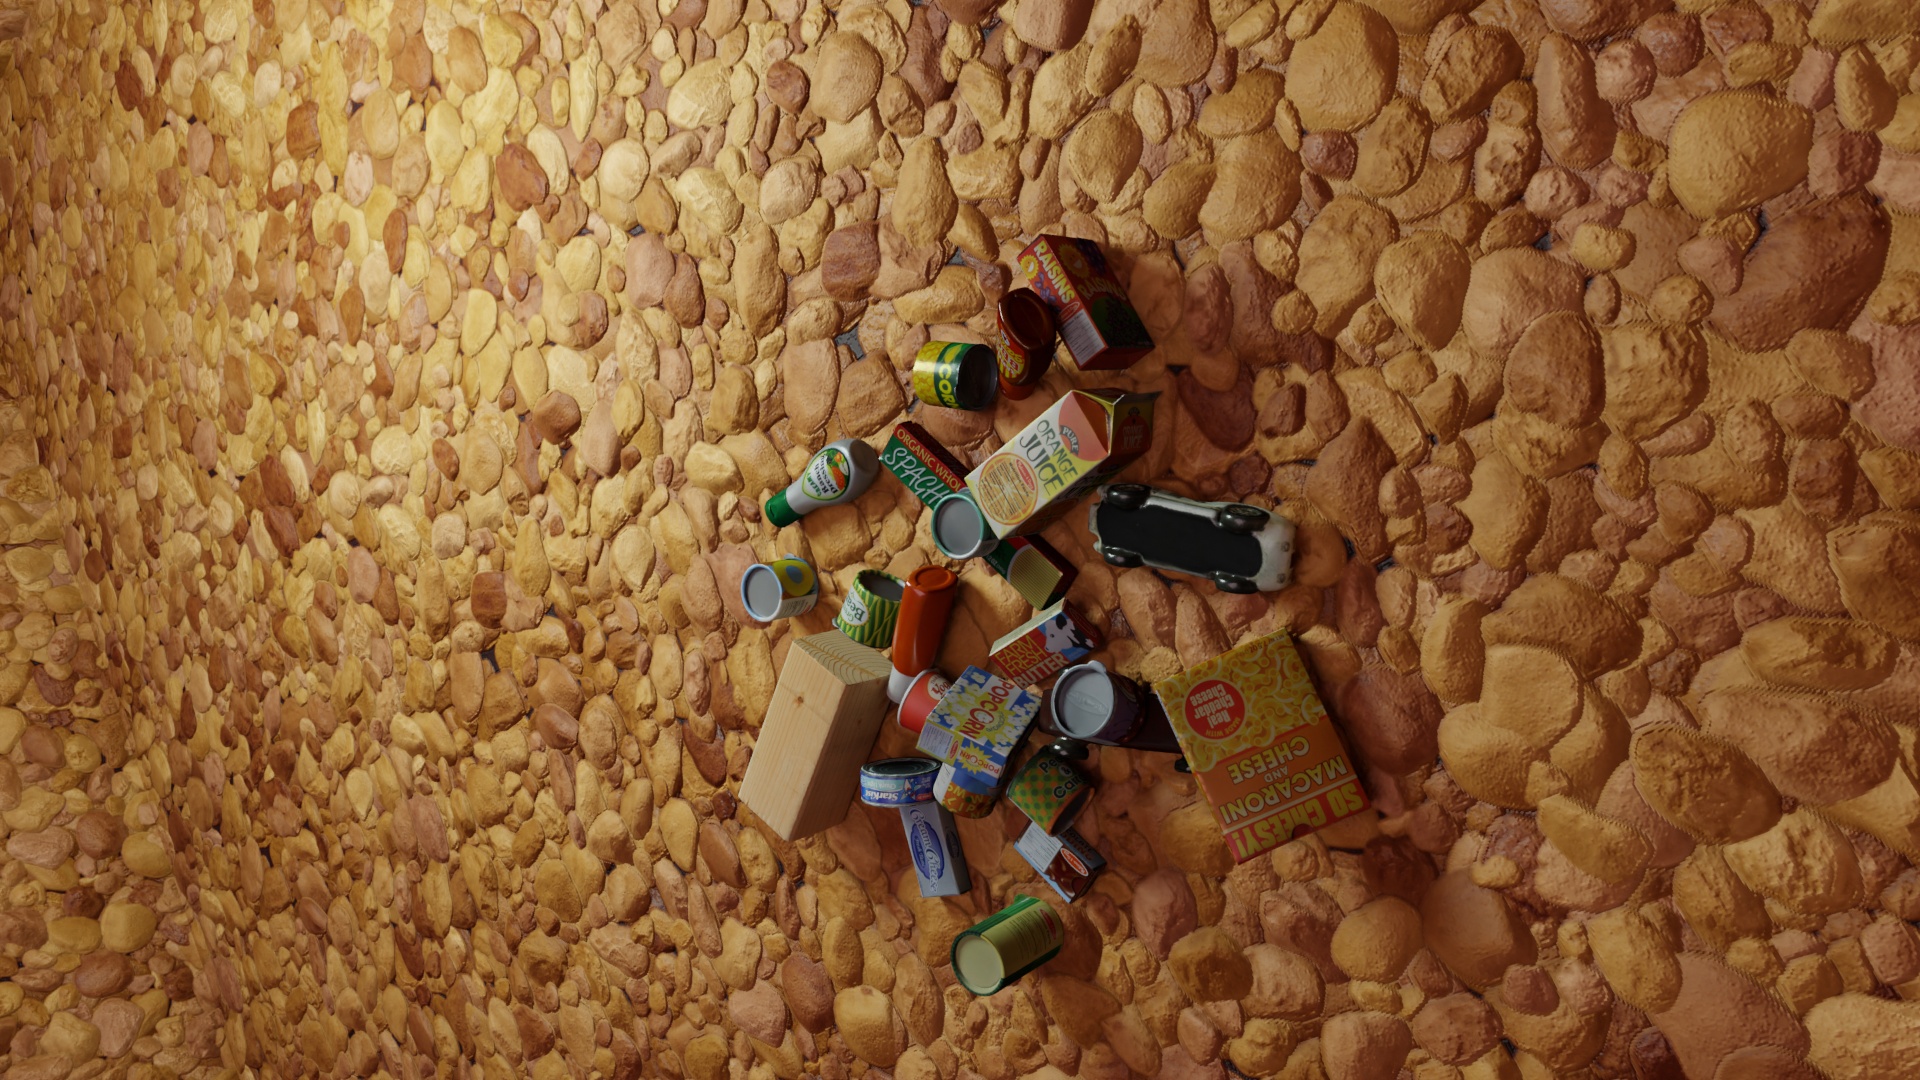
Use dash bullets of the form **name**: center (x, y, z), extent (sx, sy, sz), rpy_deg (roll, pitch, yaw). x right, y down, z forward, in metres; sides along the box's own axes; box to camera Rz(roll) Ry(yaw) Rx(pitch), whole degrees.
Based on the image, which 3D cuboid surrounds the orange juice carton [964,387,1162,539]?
- **orange juice carton**: center (0.101, -0.082, 1.286), extent (0.192, 0.072, 0.073), rpy_deg (-39, 73, 34)

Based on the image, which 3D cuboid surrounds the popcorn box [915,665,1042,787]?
- **popcorn box**: center (0.021, 0.175, 1.330), extent (0.085, 0.127, 0.038), rpy_deg (25, 116, 11)

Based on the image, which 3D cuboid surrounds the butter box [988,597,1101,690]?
- **butter box**: center (0.081, 0.101, 1.340), extent (0.053, 0.024, 0.103), rpy_deg (46, 126, -12)

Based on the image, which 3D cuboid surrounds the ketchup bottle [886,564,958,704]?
- **ketchup bottle**: center (-0.043, 0.100, 1.426), extent (0.043, 0.065, 0.148), rpy_deg (28, 120, 25)

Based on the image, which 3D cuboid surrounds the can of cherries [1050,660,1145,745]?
- **can of cherries**: center (0.126, 0.146, 1.245), extent (0.071, 0.058, 0.071), rpy_deg (-12, 69, 35)

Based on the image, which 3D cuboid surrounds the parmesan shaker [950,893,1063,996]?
- **parmesan shaker**: center (0.044, 0.396, 1.366), extent (0.071, 0.103, 0.071), rpy_deg (5, 99, 37)

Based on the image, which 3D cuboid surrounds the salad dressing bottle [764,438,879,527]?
- **salad dressing bottle**: center (-0.152, -0.058, 1.498), extent (0.147, 0.044, 0.064), rpy_deg (-30, 79, 36)

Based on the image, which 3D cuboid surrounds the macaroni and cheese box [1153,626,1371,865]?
- **macaroni and cheese box**: center (0.255, 0.174, 1.183), extent (0.124, 0.040, 0.166), rpy_deg (-24, 79, 3)

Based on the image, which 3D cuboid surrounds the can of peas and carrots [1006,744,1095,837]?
- **can of peas and carrots**: center (0.089, 0.241, 1.337), extent (0.059, 0.071, 0.070), rpy_deg (41, 118, 25)

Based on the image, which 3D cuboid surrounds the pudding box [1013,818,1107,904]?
- **pudding box**: center (0.097, 0.308, 1.362), extent (0.084, 0.030, 0.049), rpy_deg (42, 117, 26)

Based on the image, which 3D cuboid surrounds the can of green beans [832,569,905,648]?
- **can of green beans**: center (-0.089, 0.071, 1.451), extent (0.071, 0.071, 0.057), rpy_deg (37, 116, 28)

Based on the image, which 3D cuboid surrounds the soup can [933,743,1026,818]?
- **soup can**: center (0.019, 0.227, 1.391), extent (0.071, 0.071, 0.083), rpy_deg (34, 115, 29)

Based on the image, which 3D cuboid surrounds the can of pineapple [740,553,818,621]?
- **can of pineapple**: center (-0.202, 0.053, 1.540), extent (0.071, 0.058, 0.071), rpy_deg (5, 99, 37)

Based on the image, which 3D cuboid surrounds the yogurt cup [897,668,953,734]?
- **yogurt cup**: center (-0.024, 0.172, 1.417), extent (0.054, 0.072, 0.072), rpy_deg (27, 111, 23)

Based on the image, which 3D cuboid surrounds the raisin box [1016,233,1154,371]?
- **raisin box**: center (0.113, -0.215, 1.252), extent (0.040, 0.086, 0.123), rpy_deg (-38, 73, 36)

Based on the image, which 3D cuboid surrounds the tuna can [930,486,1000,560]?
- **tuna can**: center (0.005, -0.017, 1.353), extent (0.071, 0.033, 0.071), rpy_deg (5, 98, 36)

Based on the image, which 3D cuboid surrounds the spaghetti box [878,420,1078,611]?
- **spaghetti box**: center (0.013, -0.028, 1.386), extent (0.250, 0.029, 0.050), rpy_deg (43, 118, 25)

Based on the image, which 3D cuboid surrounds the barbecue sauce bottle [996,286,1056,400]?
- **barbecue sauce bottle**: center (0.057, -0.172, 1.273), extent (0.044, 0.148, 0.065), rpy_deg (-26, 76, -9)

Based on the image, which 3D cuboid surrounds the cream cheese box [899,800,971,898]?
- **cream cheese box**: center (-0.027, 0.322, 1.461), extent (0.053, 0.024, 0.104), rpy_deg (-18, 85, 37)

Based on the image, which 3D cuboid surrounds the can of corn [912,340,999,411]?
- **can of corn**: center (-0.006, -0.160, 1.359), extent (0.058, 0.071, 0.071), rpy_deg (11, 102, 37)
